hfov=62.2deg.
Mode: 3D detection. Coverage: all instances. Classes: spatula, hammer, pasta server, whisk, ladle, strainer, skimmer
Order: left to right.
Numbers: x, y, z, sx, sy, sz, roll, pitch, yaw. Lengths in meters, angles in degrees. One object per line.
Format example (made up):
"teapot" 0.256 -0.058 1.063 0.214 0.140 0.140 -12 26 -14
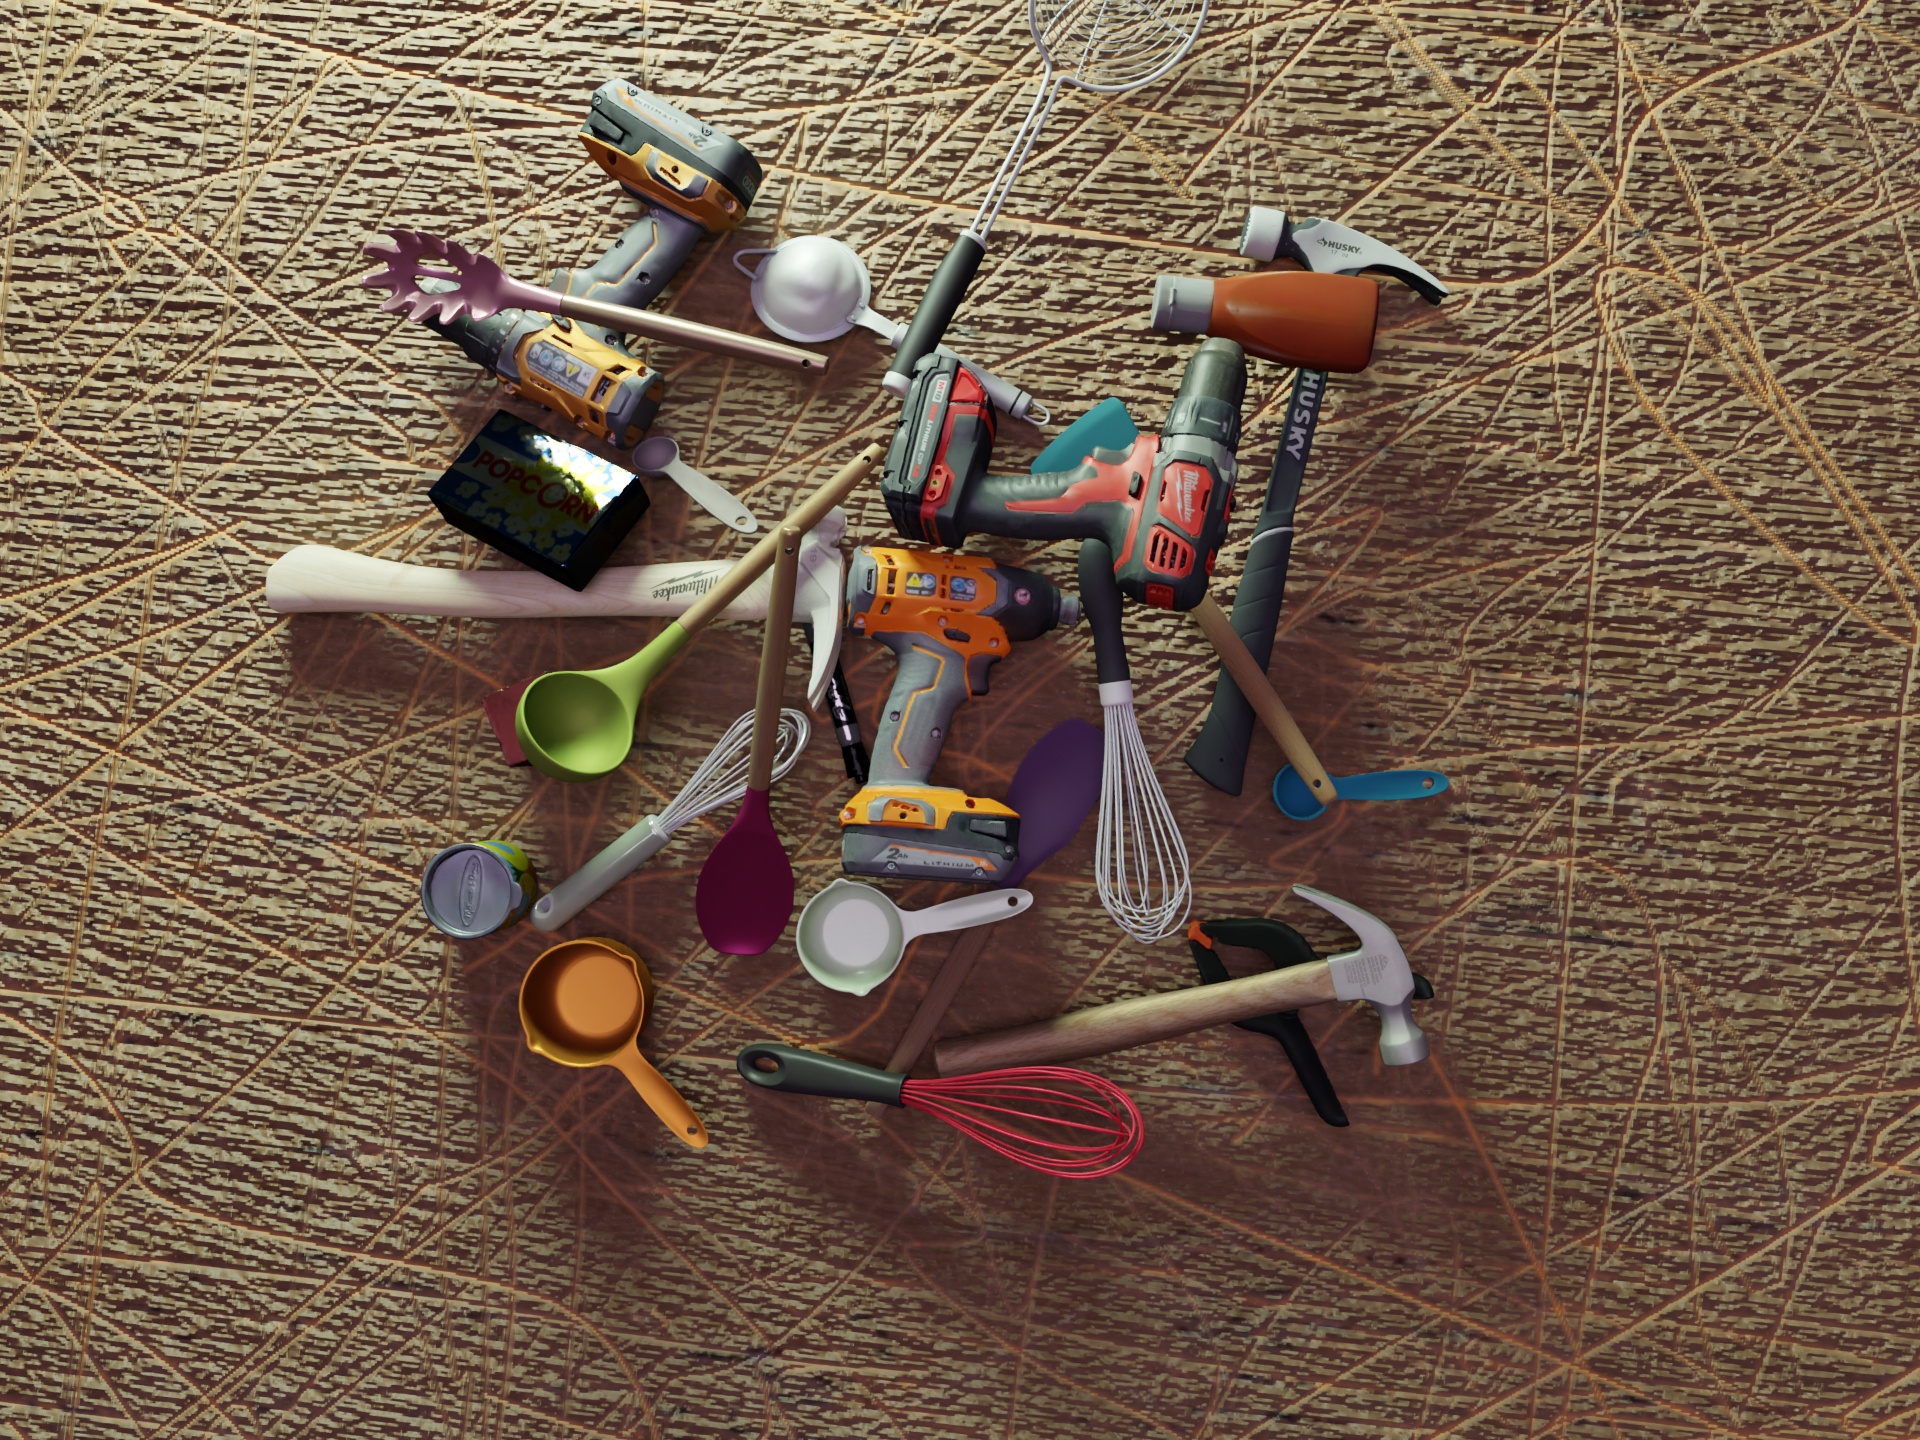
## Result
"hammer" -0.287 -0.081 1.121 0.410 0.038 0.146 1 73 4
"pasta server" -0.243 -0.272 1.068 0.316 0.040 0.060 14 110 3
"whisk" -0.206 0.072 1.125 0.246 0.059 0.058 -37 51 4
"ladle" -0.166 -0.080 1.066 0.320 0.062 0.078 -44 95 -11
"strainer" -0.048 -0.279 1.131 0.258 0.050 0.087 30 75 -1
"whisk" -0.020 0.256 1.080 0.296 0.073 0.073 6 89 20
"spatula" 0.015 0.140 1.127 0.060 0.018 0.316 29 89 8
"skimmer" 0.051 -0.383 1.089 0.127 0.090 0.363 30 83 -34
"whisk" 0.113 0.013 1.099 0.070 0.070 0.284 -8 90 2
"hammer" 0.140 0.200 1.089 0.331 0.031 0.130 -14 88 11
"spatula" 0.162 -0.075 1.087 0.082 0.044 0.318 -38 69 21
"hammer" 0.229 -0.148 1.120 0.149 0.036 0.409 13 89 1

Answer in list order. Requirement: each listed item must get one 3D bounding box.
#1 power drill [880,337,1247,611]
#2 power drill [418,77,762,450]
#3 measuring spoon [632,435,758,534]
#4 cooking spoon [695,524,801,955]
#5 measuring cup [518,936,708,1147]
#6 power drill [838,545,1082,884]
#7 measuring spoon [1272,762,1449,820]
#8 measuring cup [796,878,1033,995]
"power drill" 0.077 -0.183 1.068 0.227 0.080 0.188 13 77 11
"power drill" -0.264 -0.329 1.121 0.185 0.084 0.226 29 94 3
"measuring spoon" -0.185 -0.161 1.123 0.124 0.018 0.034 38 67 25
"cooking spoon" -0.134 0.021 1.080 0.068 0.017 0.318 6 112 -9
"measuring cup" -0.232 0.227 1.117 0.095 0.052 0.173 -41 89 0
"power drill" -0.002 -0.003 1.094 0.164 0.084 0.226 4 81 -6
"measuring spoon" 0.281 0.047 1.124 0.128 0.021 0.042 -3 88 -7
"measuring cup" -0.031 0.141 1.119 0.167 0.038 0.083 -12 88 0
